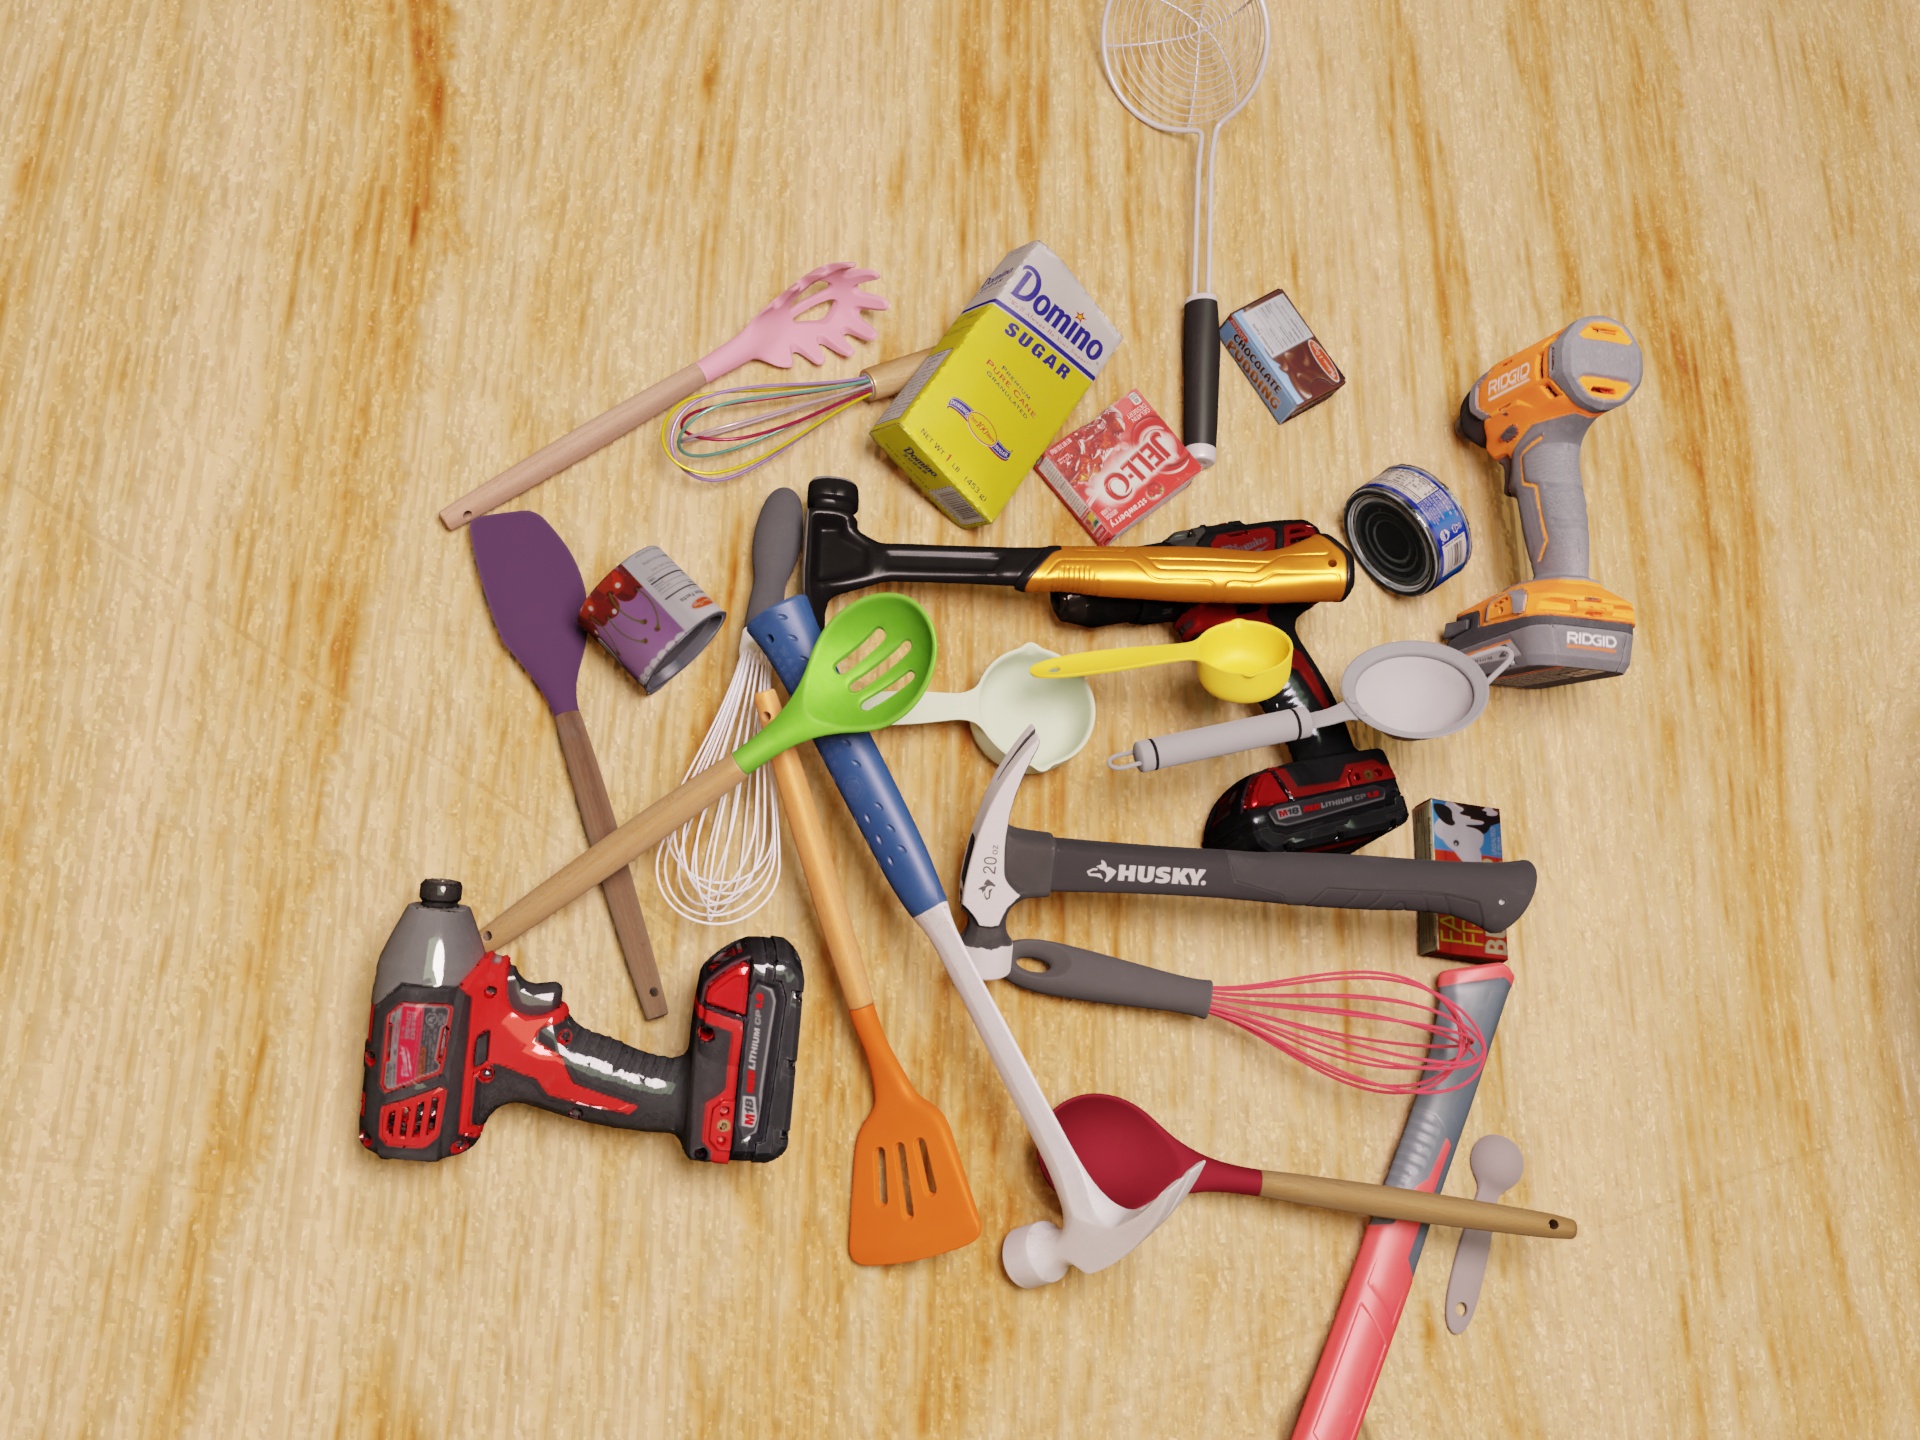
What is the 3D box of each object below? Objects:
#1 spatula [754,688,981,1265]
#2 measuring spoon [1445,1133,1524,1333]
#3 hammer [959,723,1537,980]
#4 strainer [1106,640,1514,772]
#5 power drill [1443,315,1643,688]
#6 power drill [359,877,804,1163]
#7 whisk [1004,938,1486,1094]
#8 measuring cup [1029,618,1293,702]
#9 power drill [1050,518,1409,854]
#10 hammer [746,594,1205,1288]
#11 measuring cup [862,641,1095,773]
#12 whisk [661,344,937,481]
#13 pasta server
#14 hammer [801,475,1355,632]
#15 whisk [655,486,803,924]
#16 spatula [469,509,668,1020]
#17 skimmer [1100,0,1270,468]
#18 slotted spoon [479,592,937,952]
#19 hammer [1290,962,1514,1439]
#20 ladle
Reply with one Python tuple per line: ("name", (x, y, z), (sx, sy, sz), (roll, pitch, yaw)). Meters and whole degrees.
("spatula", (-0.065, 0.138, 0.886), (0.081, 0.041, 0.322), (-18, 89, 19))
("measuring spoon", (0.320, 0.313, 0.972), (0.034, 0.018, 0.124), (25, 69, -6))
("hammer", (0.168, 0.084, 0.918), (0.334, 0.035, 0.146), (4, 105, -6))
("strainer", (0.209, 0.001, 0.949), (0.258, 0.050, 0.087), (-11, 42, -11))
("power drill", (0.383, -0.139, 1.072), (0.084, 0.164, 0.226), (5, 84, -13))
("power drill", (-0.198, 0.160, 0.839), (0.219, 0.078, 0.143), (5, 90, -10))
("whisk", (0.166, 0.169, 0.946), (0.296, 0.073, 0.073), (11, 70, 1))
("measuring cup", (0.120, -0.029, 0.954), (0.156, 0.029, 0.062), (-6, 35, 6))
("power drill", (0.168, -0.018, 1.008), (0.188, 0.080, 0.227), (-10, 73, -18))
("hammer", (-0.008, 0.112, 0.880), (0.035, 0.144, 0.405), (-19, 78, -48))
("measuring cup", (-0.002, -0.003, 0.978), (0.167, 0.038, 0.083), (-1, 73, -13))
("whisk", (-0.079, -0.212, 1.017), (0.245, 0.051, 0.047), (-24, 56, -26))
("pasta server", (-0.182, -0.201, 0.992), (0.316, 0.060, 0.040), (-35, 43, -20))
("hammer", (0.072, -0.085, 0.969), (0.337, 0.034, 0.127), (1, 69, -2))
("whisk", (-0.123, -0.016, 0.942), (0.070, 0.070, 0.285), (12, 66, -11))
("spatula", (-0.219, 0.020, 0.922), (0.059, 0.018, 0.316), (-12, 76, -30))
("skimmer", (0.154, -0.358, 1.101), (0.090, 0.127, 0.363), (21, 67, -53))
("slotted spoon", (-0.142, 0.037, 0.867), (0.314, 0.031, 0.070), (-35, 73, 4))
("hammer", (0.268, 0.324, 0.945), (0.143, 0.038, 0.386), (30, 68, -5))
("ladle", (0.199, 0.270, 0.919), (0.315, 0.031, 0.069), (9, 69, 1))
